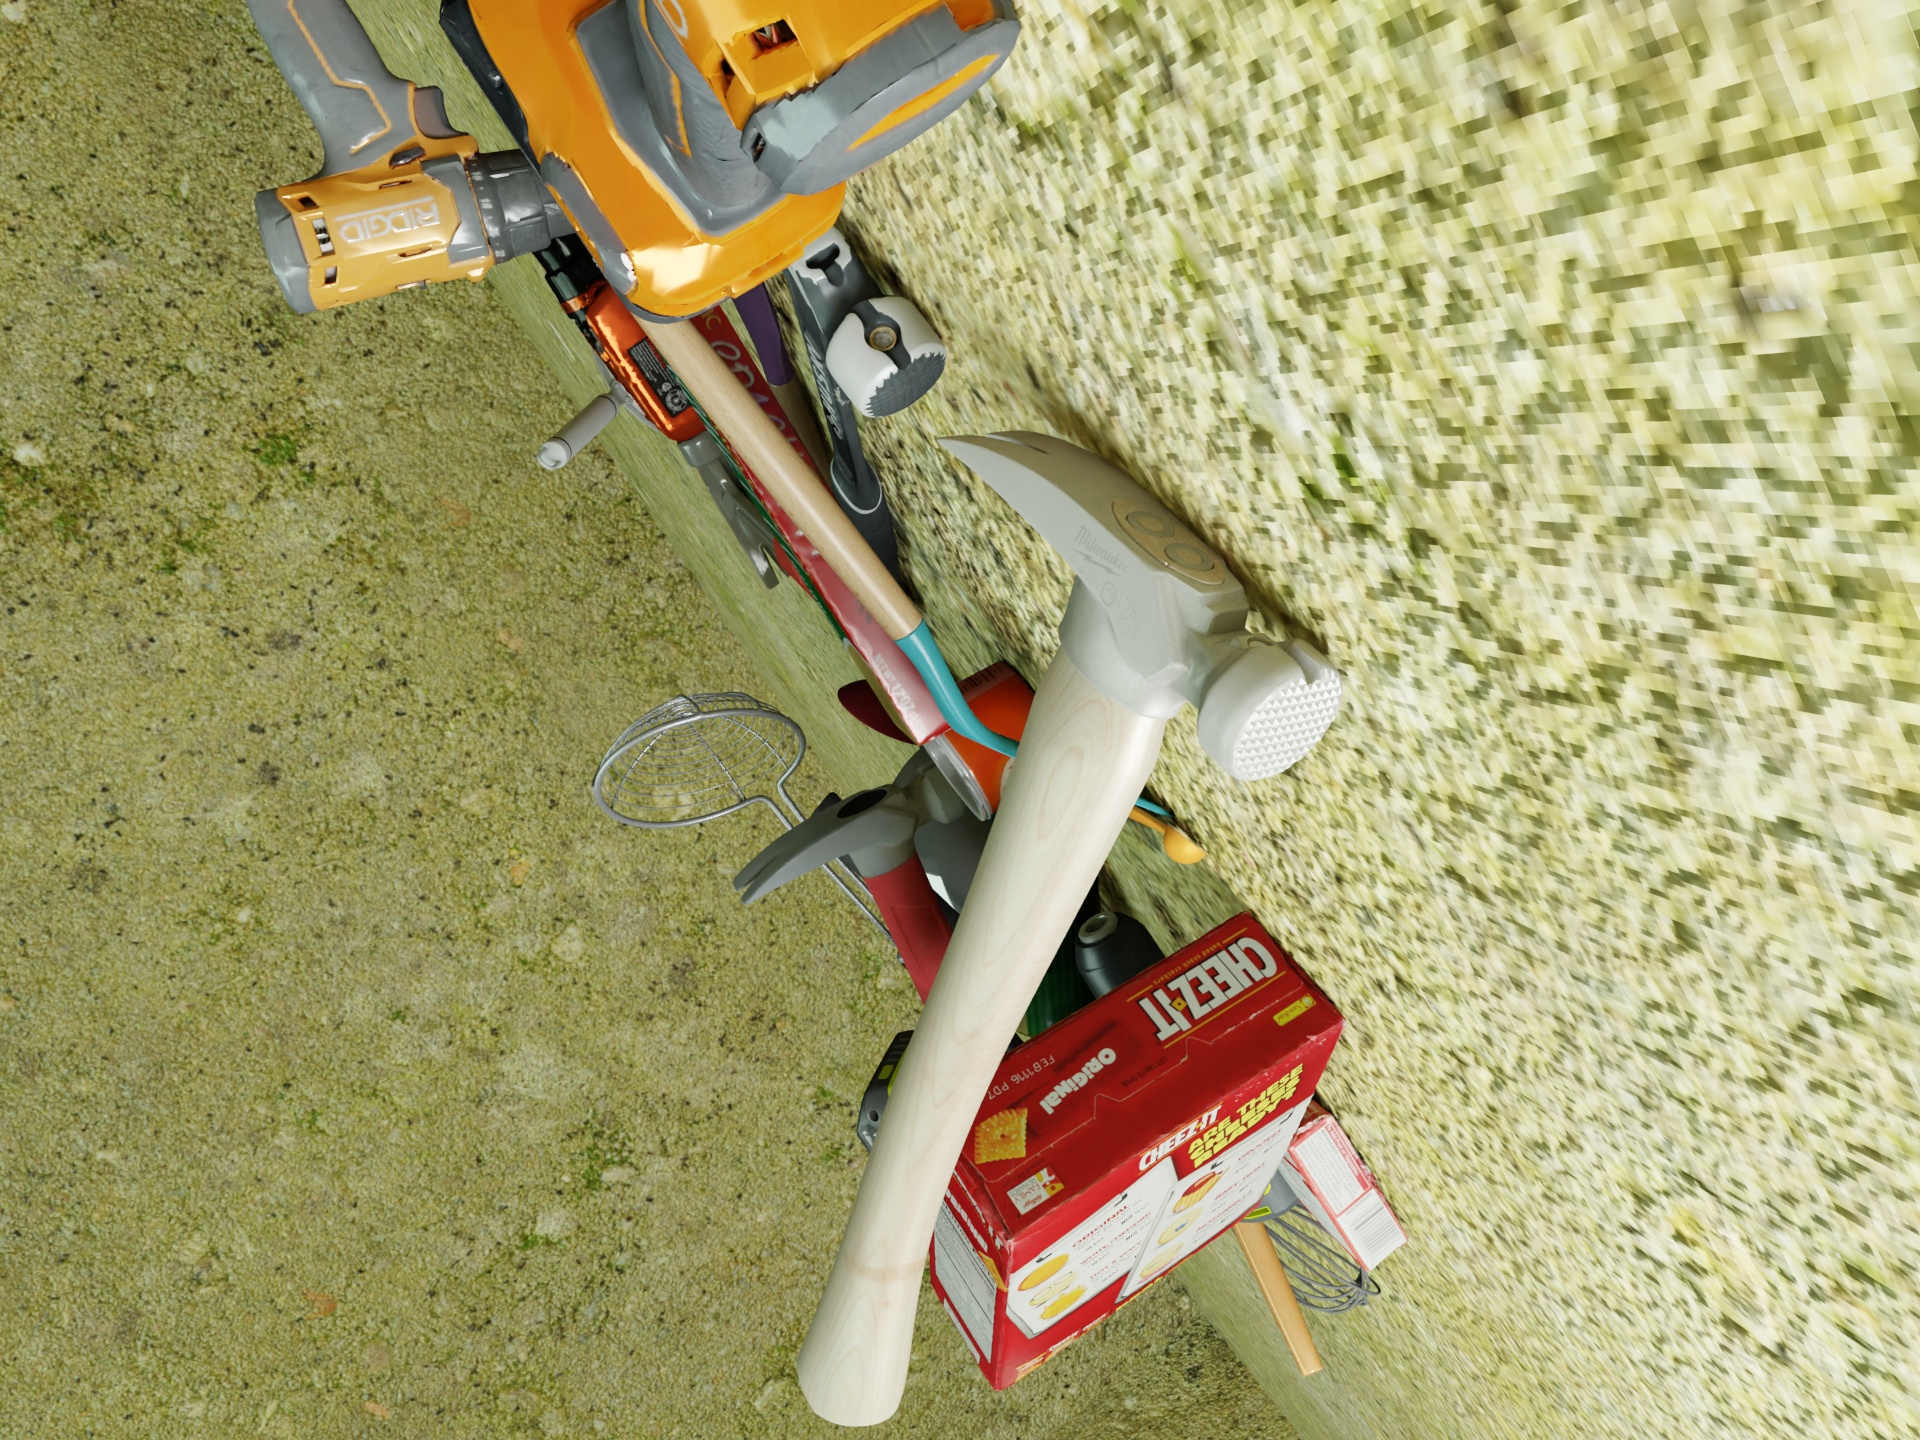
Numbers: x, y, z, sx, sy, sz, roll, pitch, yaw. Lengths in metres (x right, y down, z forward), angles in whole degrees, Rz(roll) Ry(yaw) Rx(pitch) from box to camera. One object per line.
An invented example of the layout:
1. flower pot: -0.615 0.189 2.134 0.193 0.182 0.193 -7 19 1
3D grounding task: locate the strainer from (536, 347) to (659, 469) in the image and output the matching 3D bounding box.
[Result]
1. strainer: -0.248 -0.225 1.132 0.086 0.050 0.259 51 -156 -18

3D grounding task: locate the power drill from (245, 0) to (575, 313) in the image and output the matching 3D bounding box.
1. power drill: -0.278 -0.334 0.797 0.084 0.185 0.226 -151 45 -72

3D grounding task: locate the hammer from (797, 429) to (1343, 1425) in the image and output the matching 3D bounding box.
1. hammer: -0.005 0.104 0.546 0.146 0.038 0.410 48 134 36

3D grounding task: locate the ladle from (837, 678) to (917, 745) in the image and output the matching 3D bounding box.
1. ladle: -0.040 -0.004 1.077 0.069 0.031 0.315 28 179 1

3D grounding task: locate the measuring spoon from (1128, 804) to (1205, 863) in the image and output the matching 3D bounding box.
1. measuring spoon: 0.077 0.045 0.705 0.021 0.011 0.117 38 177 -20

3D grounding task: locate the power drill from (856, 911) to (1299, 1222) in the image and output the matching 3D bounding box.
1. power drill: 0.058 0.208 0.892 0.190 0.228 0.080 56 -147 -16

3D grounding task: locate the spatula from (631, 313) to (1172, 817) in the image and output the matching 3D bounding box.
1. spatula: -0.029 -0.064 0.639 0.317 0.044 0.082 51 172 -23

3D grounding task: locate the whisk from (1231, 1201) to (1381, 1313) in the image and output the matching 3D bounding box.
1. whisk: 0.154 0.282 0.982 0.239 0.055 0.055 32 160 34

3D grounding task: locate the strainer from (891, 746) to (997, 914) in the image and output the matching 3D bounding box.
1. strainer: -0.007 0.096 1.113 0.211 0.095 0.340 52 174 20

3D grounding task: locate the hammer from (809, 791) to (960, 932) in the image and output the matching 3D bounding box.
1. hammer: 0.026 0.170 1.067 0.334 0.035 0.146 44 148 -7

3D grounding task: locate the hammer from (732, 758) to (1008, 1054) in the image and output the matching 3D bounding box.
1. hammer: -0.006 0.211 1.009 0.038 0.143 0.386 46 162 60

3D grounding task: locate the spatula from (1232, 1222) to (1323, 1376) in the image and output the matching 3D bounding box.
1. spatula: 0.132 0.234 0.957 0.081 0.041 0.323 76 172 -62

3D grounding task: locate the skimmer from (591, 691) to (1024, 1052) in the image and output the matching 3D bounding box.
1. skimmer: -0.073 0.120 0.988 0.363 0.127 0.090 49 -158 -19

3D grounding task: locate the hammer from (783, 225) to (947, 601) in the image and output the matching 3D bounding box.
1. hammer: -0.054 -0.120 0.724 0.149 0.036 0.408 54 173 13

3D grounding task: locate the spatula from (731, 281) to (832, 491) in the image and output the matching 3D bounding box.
1. spatula: -0.087 -0.161 0.806 0.060 0.018 0.315 52 171 26

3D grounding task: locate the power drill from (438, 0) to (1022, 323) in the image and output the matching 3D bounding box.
1. power drill: -0.077 -0.194 0.394 0.164 0.084 0.226 57 168 -12

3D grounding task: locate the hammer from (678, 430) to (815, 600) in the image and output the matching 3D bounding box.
1. hammer: -0.107 -0.103 1.113 0.149 0.037 0.359 60 171 -33
